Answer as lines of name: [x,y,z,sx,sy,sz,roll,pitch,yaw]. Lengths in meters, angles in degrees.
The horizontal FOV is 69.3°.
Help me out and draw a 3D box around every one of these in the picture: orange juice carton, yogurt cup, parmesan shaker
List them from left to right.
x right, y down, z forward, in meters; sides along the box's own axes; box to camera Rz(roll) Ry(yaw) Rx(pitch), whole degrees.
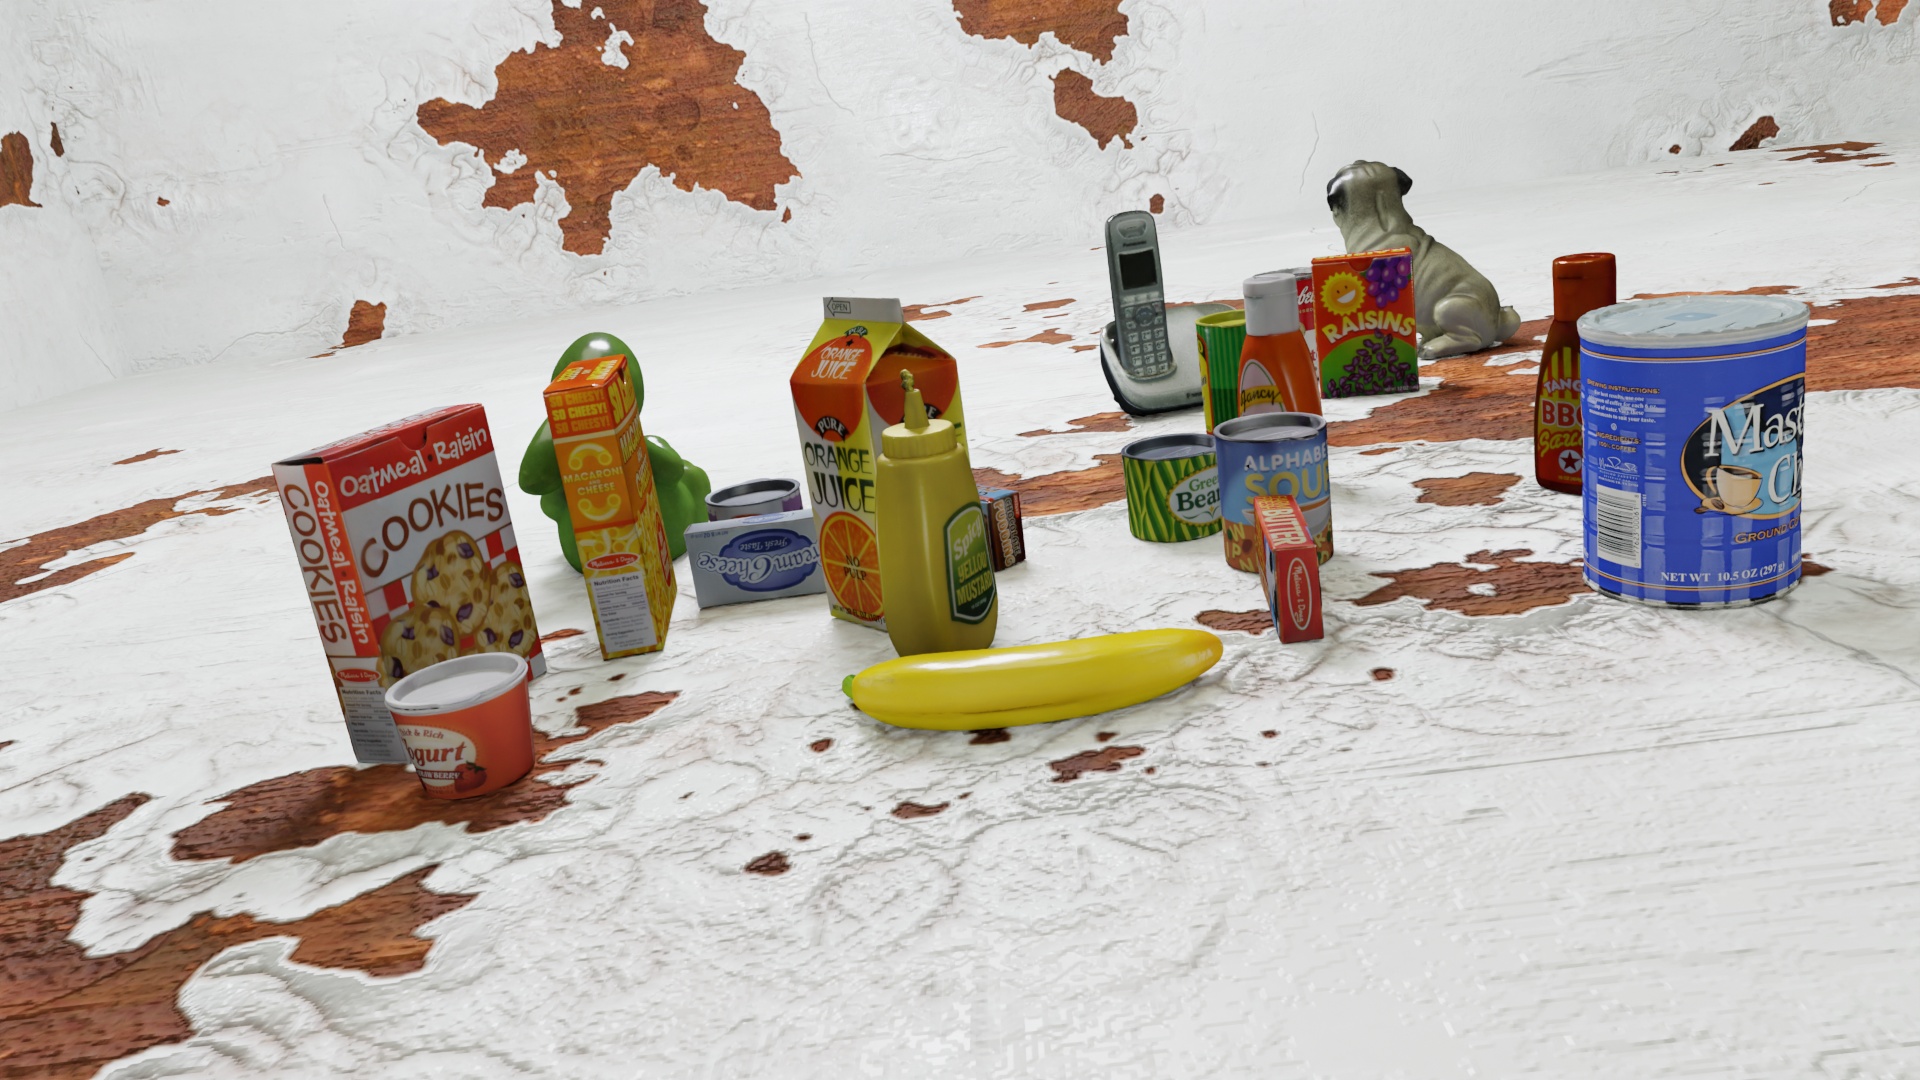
yogurt cup: [-0.245,0.093,0.692,0.072,0.053,0.072,-8,16,2]
orange juice carton: [-0.044,-0.049,0.824,0.073,0.192,0.072,-22,21,-38]
parmesan shaker: [0.225,-0.129,1.114,0.071,0.102,0.071,-8,16,2]

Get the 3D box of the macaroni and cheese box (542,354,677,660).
macaroni and cheese box: [-0.216,-0.025,0.872,0.040,0.166,0.124,-10,16,-5]

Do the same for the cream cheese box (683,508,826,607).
cream cheese box: [-0.123,0.011,0.906,0.104,0.053,0.024,-8,16,2]

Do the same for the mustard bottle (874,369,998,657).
mustard bottle: [-0.017,-0.012,0.745,0.049,0.159,0.065,2,19,31]

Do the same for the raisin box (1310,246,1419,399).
raisin box: [0.356,-0.191,1.222,0.086,0.123,0.040,-3,17,18]

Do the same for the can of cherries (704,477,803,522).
can of cherries: [-0.139,-0.008,0.964,0.071,0.058,0.072,-8,16,2]

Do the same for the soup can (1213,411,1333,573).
soup can: [0.190,-0.029,0.833,0.071,0.083,0.071,-8,16,2]

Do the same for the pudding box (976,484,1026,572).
pudding box: [0.003,-0.012,0.925,0.030,0.049,0.083,-21,21,-37]

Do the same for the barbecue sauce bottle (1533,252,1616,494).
barbecue sauce bottle: [0.394,-0.105,0.875,0.044,0.148,0.065,-19,19,-33]

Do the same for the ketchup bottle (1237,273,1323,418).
ketchup bottle: [0.223,-0.111,0.978,0.044,0.148,0.065,-18,19,-30]

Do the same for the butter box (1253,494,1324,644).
butter box: [0.177,0.013,0.755,0.024,0.053,0.104,-6,17,8]

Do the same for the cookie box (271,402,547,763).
cookie box: [-0.294,0.019,0.761,0.040,0.167,0.123,-2,17,21]

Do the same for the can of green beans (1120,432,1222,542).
can of green beans: [0.143,-0.036,0.924,0.071,0.057,0.071,-8,16,2]
